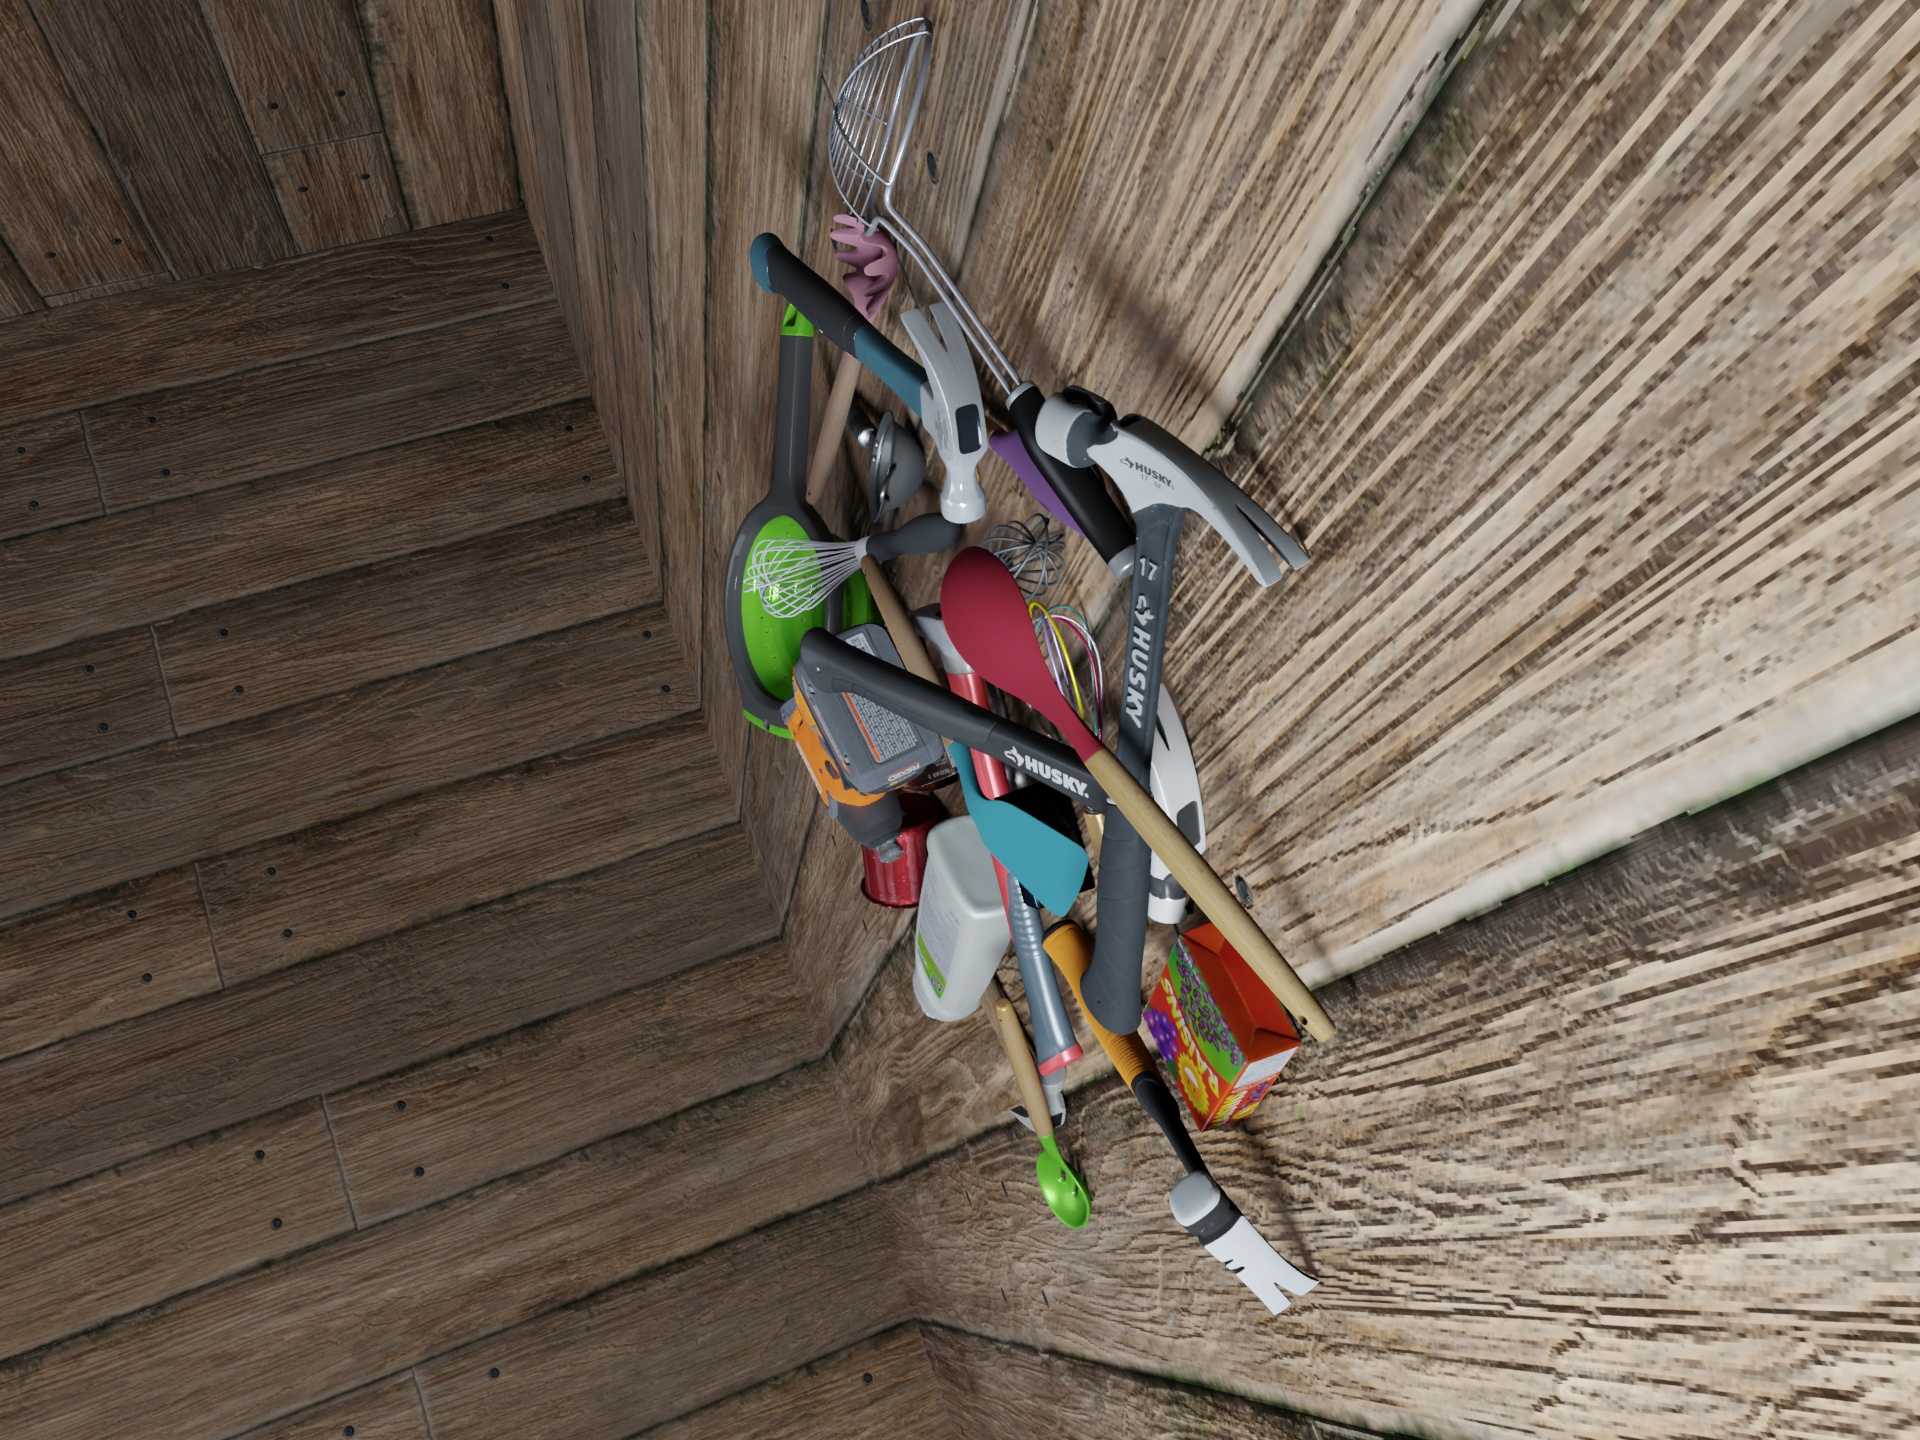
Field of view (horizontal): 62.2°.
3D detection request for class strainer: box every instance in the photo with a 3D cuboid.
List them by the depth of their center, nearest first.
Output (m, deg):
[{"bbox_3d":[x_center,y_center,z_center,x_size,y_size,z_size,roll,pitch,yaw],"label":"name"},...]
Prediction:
[{"bbox_3d":[-0.070,-0.226,1.278,0.259,0.050,0.086,-120,38,-56],"label":"strainer"}]

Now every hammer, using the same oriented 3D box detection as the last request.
[{"bbox_3d":[0.097,0.029,0.855,0.149,0.036,0.408,36,142,35],"label":"hammer"},{"bbox_3d":[0.014,0.002,1.008,0.335,0.035,0.146,25,134,39],"label":"hammer"},{"bbox_3d":[0.126,0.242,1.063,0.127,0.034,0.337,48,-174,-31],"label":"hammer"},{"bbox_3d":[-0.071,-0.266,1.107,0.331,0.033,0.128,49,150,44],"label":"hammer"},{"bbox_3d":[0.028,0.097,1.232,0.143,0.038,0.386,18,126,59],"label":"hammer"},{"bbox_3d":[0.019,0.245,1.510,0.130,0.031,0.332,89,158,-47],"label":"hammer"}]

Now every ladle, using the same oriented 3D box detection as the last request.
[{"bbox_3d":[0.086,0.038,0.821,0.315,0.031,0.069,51,145,10],"label":"ladle"}]

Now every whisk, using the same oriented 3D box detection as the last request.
[{"bbox_3d":[0.083,0.035,1.022,0.047,0.051,0.244,3,119,43],"label":"whisk"},{"bbox_3d":[0.026,-0.099,1.072,0.239,0.055,0.055,170,83,-80],"label":"whisk"},{"bbox_3d":[-0.091,-0.133,1.286,0.285,0.070,0.070,-9,99,51],"label":"whisk"}]

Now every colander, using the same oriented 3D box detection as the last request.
[{"bbox_3d":[-0.128,-0.184,1.465,0.205,0.094,0.397,20,110,52],"label":"colander"}]

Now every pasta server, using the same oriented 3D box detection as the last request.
[{"bbox_3d":[-0.095,-0.268,1.239,0.060,0.040,0.316,62,153,22],"label":"pasta server"}]

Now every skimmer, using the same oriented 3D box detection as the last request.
[{"bbox_3d":[0.026,-0.246,0.927,0.363,0.090,0.127,58,152,12],"label":"skimmer"}]

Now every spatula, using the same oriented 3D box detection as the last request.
[{"bbox_3d":[0.013,-0.193,1.036,0.316,0.018,0.059,45,146,52],"label":"spatula"},{"bbox_3d":[-0.002,-0.004,1.128,0.082,0.044,0.318,105,146,-51],"label":"spatula"}]

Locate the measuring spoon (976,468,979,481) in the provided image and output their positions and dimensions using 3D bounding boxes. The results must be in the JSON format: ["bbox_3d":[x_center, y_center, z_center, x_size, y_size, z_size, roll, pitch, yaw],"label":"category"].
[{"bbox_3d":[0.001,-0.211,1.090,0.021,0.011,0.116,-126,23,-50],"label":"measuring spoon"}]

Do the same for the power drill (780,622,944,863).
[{"bbox_3d":[-0.078,0.025,1.266,0.164,0.084,0.226,63,165,8],"label":"power drill"}]

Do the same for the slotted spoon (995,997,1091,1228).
[{"bbox_3d":[0.068,0.334,1.351,0.070,0.031,0.313,32,151,41],"label":"slotted spoon"}]

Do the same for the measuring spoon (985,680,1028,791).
[{"bbox_3d":[0.026,0.001,1.224,0.034,0.018,0.124,-154,46,-70],"label":"measuring spoon"}]
